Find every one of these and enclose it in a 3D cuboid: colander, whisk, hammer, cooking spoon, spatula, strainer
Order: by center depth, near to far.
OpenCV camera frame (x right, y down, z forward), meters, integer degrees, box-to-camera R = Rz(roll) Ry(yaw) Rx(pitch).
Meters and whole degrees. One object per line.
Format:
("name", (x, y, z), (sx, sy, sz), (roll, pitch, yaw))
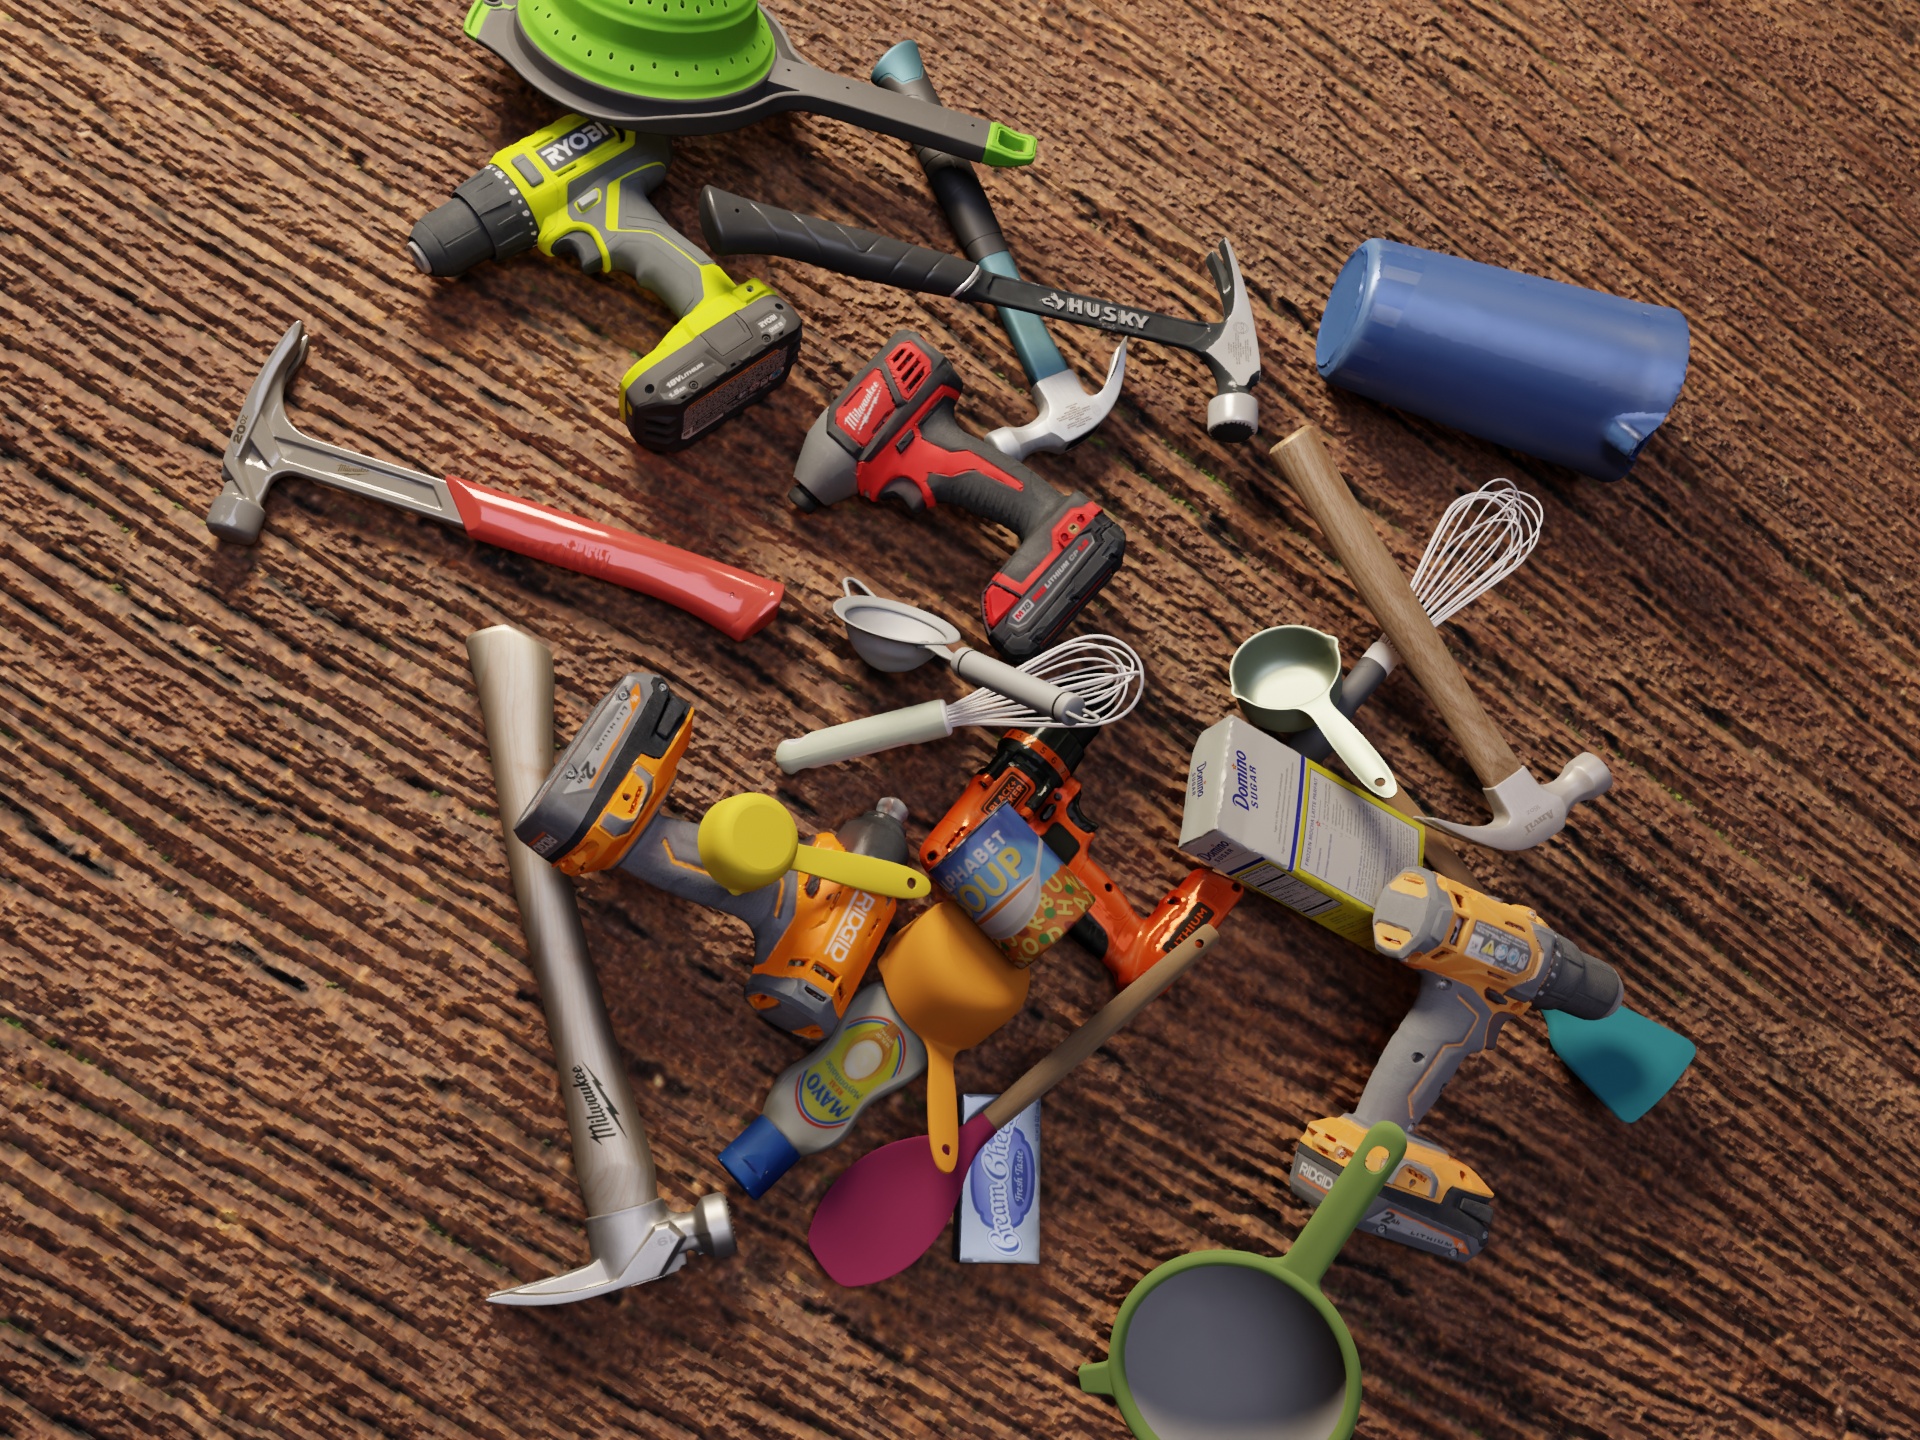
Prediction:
("strainer", (0.196, 0.345, 0.972), (0.151, 0.069, 0.256), (32, 99, 11))
("hammer", (-0.255, 0.141, 0.976), (0.146, 0.038, 0.411), (-13, 79, -14))
("cooking spoon", (0.038, 0.233, 0.989), (0.319, 0.017, 0.069), (-39, 74, -6))
("strainer", (-0.003, -0.036, 0.999), (0.086, 0.259, 0.050), (-1, 108, -39))
("whisk", (-0.002, -0.003, 1.031), (0.246, 0.058, 0.059), (-14, 97, 5))
("hammer", (-0.288, -0.137, 1.037), (0.359, 0.036, 0.149), (17, 73, -7))
("colander", (-0.129, -0.473, 1.083), (0.397, 0.094, 0.205), (14, 49, -6))
("hammer", (0.023, -0.302, 1.094), (0.408, 0.036, 0.149), (9, 72, -18))
("hammer", (0.313, -0.055, 1.101), (0.130, 0.031, 0.331), (-33, 92, -10))
("spatula", (0.376, 0.133, 1.110), (0.082, 0.044, 0.317), (-37, 85, -21))
("whisk", (0.321, -0.067, 1.145), (0.070, 0.070, 0.284), (42, 77, 0))
("hammer", (0.016, -0.347, 1.157), (0.128, 0.033, 0.331), (-23, 82, -16))

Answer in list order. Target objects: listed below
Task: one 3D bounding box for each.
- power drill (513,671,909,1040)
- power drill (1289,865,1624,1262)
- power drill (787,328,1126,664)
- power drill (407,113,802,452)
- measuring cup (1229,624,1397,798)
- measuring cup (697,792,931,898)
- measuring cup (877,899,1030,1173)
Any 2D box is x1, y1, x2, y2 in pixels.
("power drill", (-0.137, 0.070, 0.980), (0.226, 0.084, 0.164), (37, 59, -15))
("power drill", (0.327, 0.226, 1.030), (0.185, 0.084, 0.226), (22, 86, -20))
("power drill", (-0.006, -0.144, 1.073), (0.220, 0.078, 0.143), (43, 92, 6))
("power drill", (-0.235, -0.297, 1.068), (0.190, 0.080, 0.228), (-38, 84, -19))
("measuring cup", (0.246, 0.003, 1.077), (0.083, 0.038, 0.168), (-28, 49, -3))
("measuring cup", (-0.080, 0.082, 0.947), (0.156, 0.029, 0.062), (16, 68, -27))
("measuring cup", (0.002, 0.187, 0.969), (0.095, 0.052, 0.174), (25, 41, -26))
